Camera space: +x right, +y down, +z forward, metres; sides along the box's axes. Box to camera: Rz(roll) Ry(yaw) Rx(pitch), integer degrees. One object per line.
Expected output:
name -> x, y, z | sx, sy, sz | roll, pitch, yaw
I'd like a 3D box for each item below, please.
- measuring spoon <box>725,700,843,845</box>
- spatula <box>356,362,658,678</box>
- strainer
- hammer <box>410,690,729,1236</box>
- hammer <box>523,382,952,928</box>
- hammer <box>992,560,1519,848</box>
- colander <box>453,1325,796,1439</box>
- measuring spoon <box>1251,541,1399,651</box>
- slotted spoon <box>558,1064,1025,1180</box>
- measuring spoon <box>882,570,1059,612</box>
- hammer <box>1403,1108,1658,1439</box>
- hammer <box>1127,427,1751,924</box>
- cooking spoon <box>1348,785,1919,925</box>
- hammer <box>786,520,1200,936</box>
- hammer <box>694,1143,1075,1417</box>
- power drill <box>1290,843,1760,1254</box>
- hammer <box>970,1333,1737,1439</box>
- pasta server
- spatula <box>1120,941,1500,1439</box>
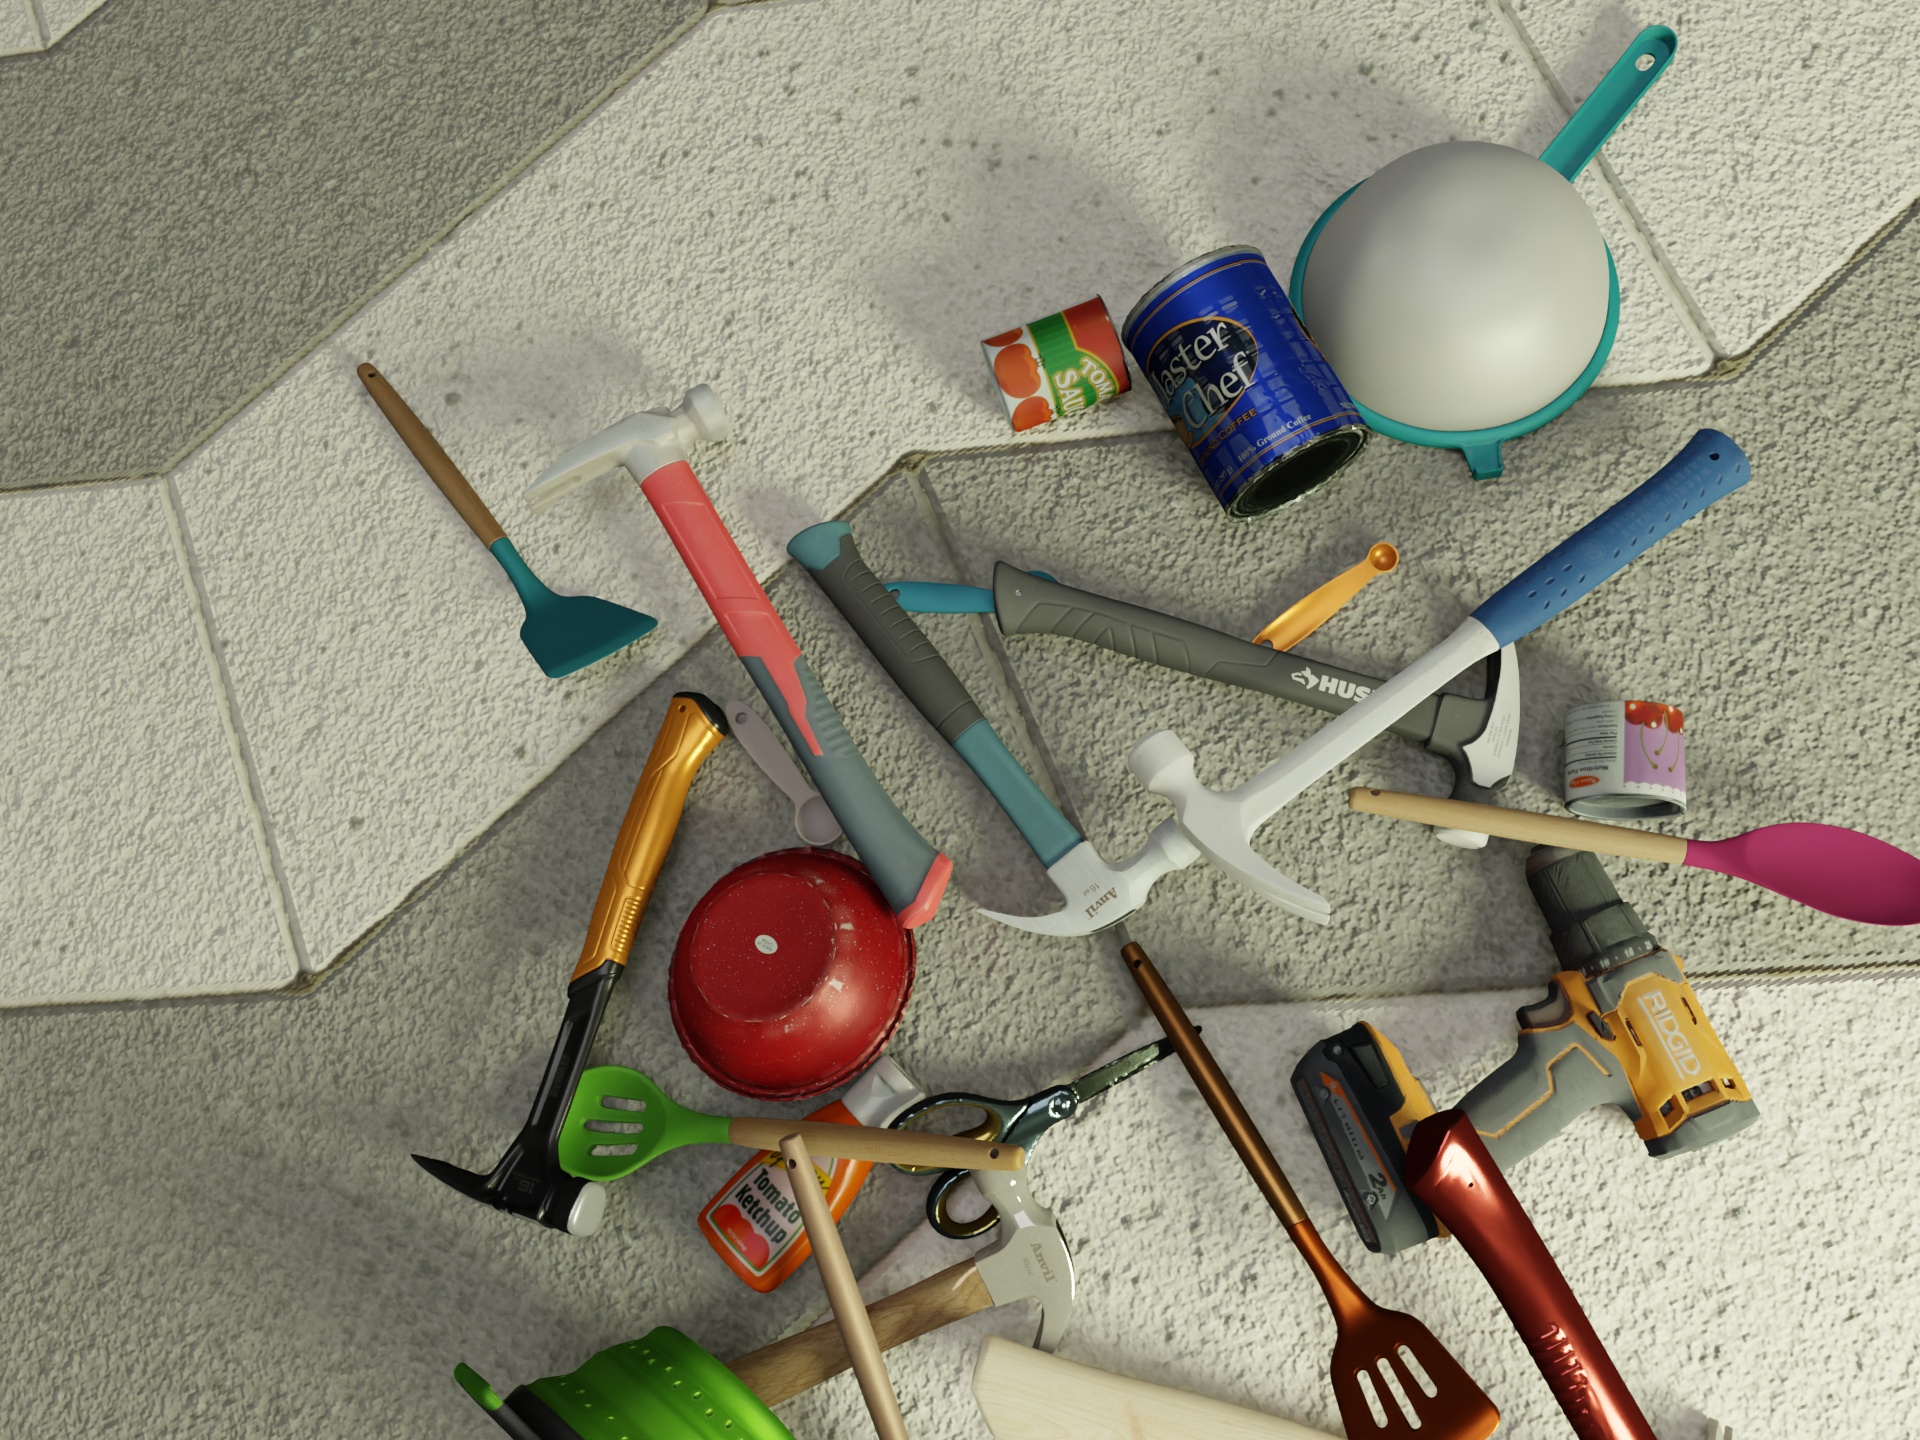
measuring spoon -> -0.114, 0.033, 1.029 | 0.034, 0.018, 0.124 | -40, 67, -3
spatula -> -0.328, -0.145, 1.087 | 0.082, 0.044, 0.318 | -32, 70, -27
strainer -> 0.358, -0.335, 1.013 | 0.211, 0.095, 0.340 | 38, 85, 15
hammer -> -0.225, 0.137, 0.991 | 0.127, 0.034, 0.337 | 9, 71, 25
hammer -> -0.132, -0.032, 1.004 | 0.143, 0.038, 0.386 | -30, 74, -6
hammer -> 0.178, -0.040, 0.981 | 0.335, 0.035, 0.146 | 17, 79, 7
colander -> -0.095, 0.451, 0.846 | 0.397, 0.204, 0.094 | 48, 62, -6
measuring spoon -> 0.229, -0.073, 1.010 | 0.117, 0.011, 0.021 | -37, 86, 1
slotted spoon -> -0.110, 0.243, 0.927 | 0.314, 0.031, 0.070 | -2, 64, 24
measuring spoon -> 0.003, -0.081, 1.034 | 0.128, 0.021, 0.042 | 3, 76, 10
hammer -> 0.341, 0.359, 0.809 | 0.149, 0.036, 0.359 | -28, 85, -14
hammer -> 0.301, -0.040, 0.928 | 0.405, 0.035, 0.144 | -35, 65, -8
cooking spoon -> 0.382, 0.070, 0.900 | 0.319, 0.017, 0.069 | 9, 47, 10
hammer -> -0.002, -0.003, 1.002 | 0.128, 0.033, 0.331 | -41, 71, 8
hammer -> -0.087, 0.370, 0.916 | 0.331, 0.031, 0.130 | -26, 90, 5
power drill -> 0.303, 0.181, 0.899 | 0.226, 0.084, 0.185 | -21, 72, -2
hammer -> 0.209, 0.397, 0.857 | 0.410, 0.038, 0.146 | 15, 77, 6
pasta server -> -0.046, 0.382, 0.879 | 0.060, 0.040, 0.316 | -19, 90, 16
spatula -> 0.173, 0.258, 0.886 | 0.081, 0.041, 0.323 | -35, 63, 8
